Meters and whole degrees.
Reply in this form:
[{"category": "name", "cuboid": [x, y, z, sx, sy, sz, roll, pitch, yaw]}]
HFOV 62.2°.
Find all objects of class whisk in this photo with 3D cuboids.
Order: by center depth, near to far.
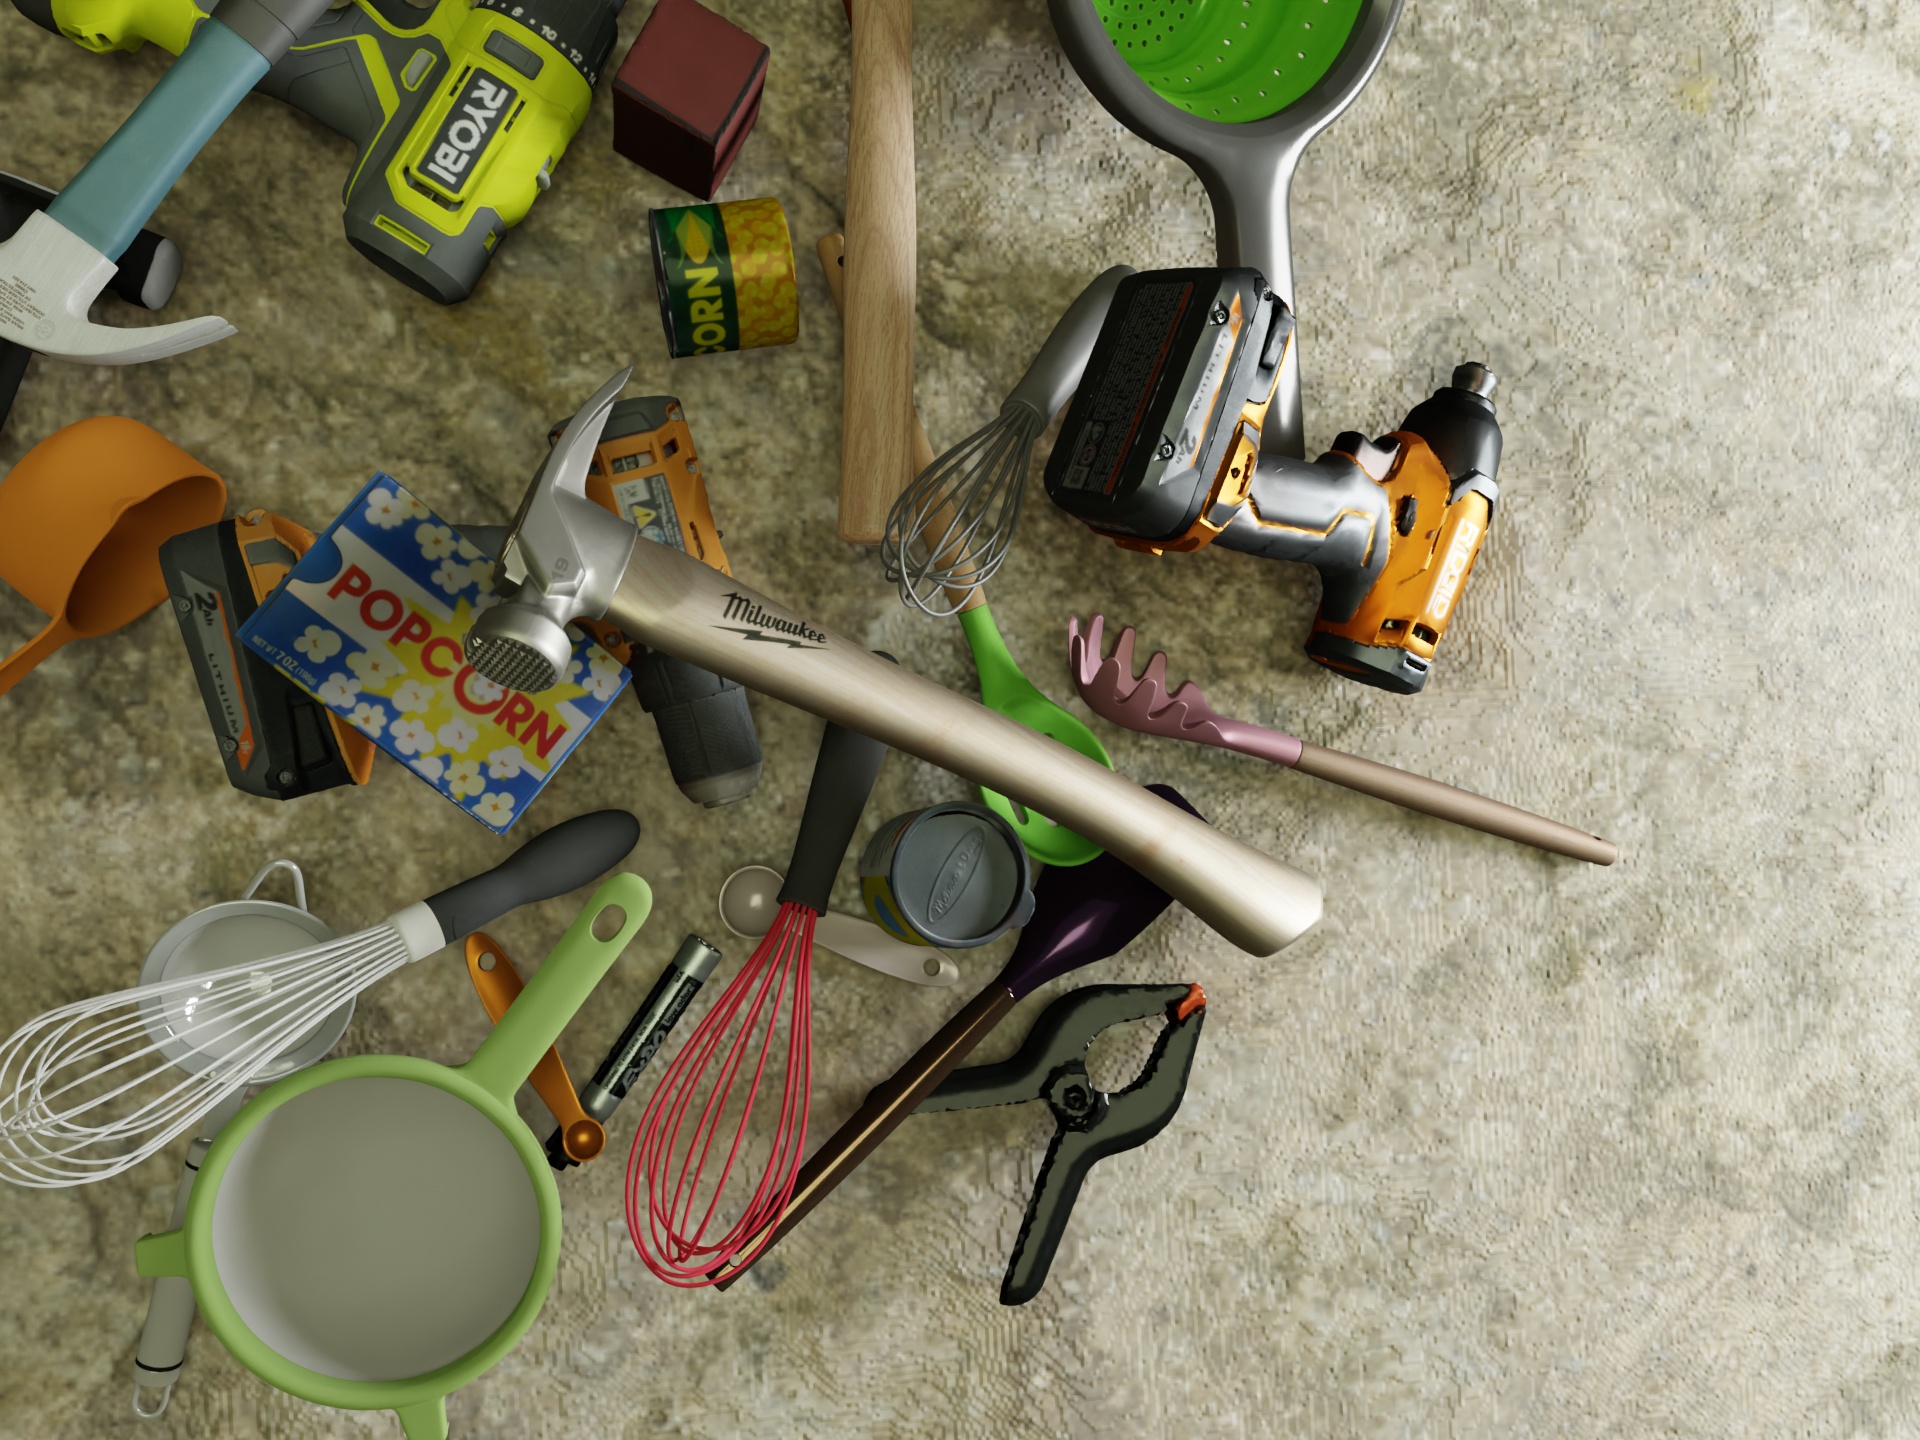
[{"category": "whisk", "cuboid": [-0.256, 0.104, 0.661, 0.284, 0.070, 0.070, -27, 94, -32]}, {"category": "whisk", "cuboid": [-0.078, 0.102, 0.709, 0.073, 0.073, 0.296, 21, 71, -10]}, {"category": "whisk", "cuboid": [0.031, -0.135, 0.720, 0.055, 0.055, 0.239, 38, 57, -8]}]

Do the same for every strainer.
[{"category": "strainer", "cuboid": [-0.215, 0.168, 0.689, 0.151, 0.069, 0.256, 37, 87, -9]}, {"category": "strainer", "cuboid": [-0.324, 0.179, 0.690, 0.086, 0.050, 0.258, 14, 92, -22]}]

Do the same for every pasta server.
[{"category": "pasta server", "cuboid": [0.193, 0.018, 0.788, 0.316, 0.060, 0.040, 17, 115, -12]}]

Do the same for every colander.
[{"category": "colander", "cuboid": [0.113, -0.286, 0.759, 0.204, 0.095, 0.397, -17, 111, -25]}]

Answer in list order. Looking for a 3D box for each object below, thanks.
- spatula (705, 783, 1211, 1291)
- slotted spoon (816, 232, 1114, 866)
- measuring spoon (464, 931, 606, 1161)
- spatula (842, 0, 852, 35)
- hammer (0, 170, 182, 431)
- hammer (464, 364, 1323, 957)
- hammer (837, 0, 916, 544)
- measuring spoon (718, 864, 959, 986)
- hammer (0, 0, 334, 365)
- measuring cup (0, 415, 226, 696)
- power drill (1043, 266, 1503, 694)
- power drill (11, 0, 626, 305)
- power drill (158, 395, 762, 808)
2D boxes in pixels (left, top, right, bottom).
[{"category": "spatula", "cuboid": [0.001, 0.142, 0.741, 0.060, 0.018, 0.316, 45, 73, 8]}, {"category": "slotted spoon", "cuboid": [-0.003, -0.077, 0.747, 0.070, 0.031, 0.313, -25, 97, -24]}, {"category": "measuring spoon", "cuboid": [-0.192, 0.146, 0.719, 0.021, 0.011, 0.117, -33, 79, 0]}, {"category": "spatula", "cuboid": [-0.039, -0.271, 0.748, 0.081, 0.041, 0.322, -3, 91, -13]}, {"category": "hammer", "cuboid": [-0.453, -0.072, 0.672, 0.127, 0.034, 0.337, 20, 86, -10]}, {"category": "hammer", "cuboid": [-0.001, -0.002, 0.700, 0.410, 0.038, 0.146, 27, 55, -23]}, {"category": "hammer", "cuboid": [-0.033, -0.244, 0.712, 0.130, 0.031, 0.331, 0, 89, -16]}, {"category": "measuring spoon", "cuboid": [-0.058, 0.102, 0.755, 0.124, 0.018, 0.034, 23, 77, -16]}, {"category": "hammer", "cuboid": [-0.280, -0.282, 0.634, 0.128, 0.033, 0.331, 37, 85, -13]}, {"category": "measuring cup", "cuboid": [-0.382, -0.054, 0.645, 0.052, 0.095, 0.174, 40, 66, -1]}, {"category": "power drill", "cuboid": [0.161, -0.121, 0.729, 0.226, 0.084, 0.164, 22, 90, -35]}, {"category": "power drill", "cuboid": [-0.268, -0.319, 0.690, 0.228, 0.080, 0.190, 30, 85, -11]}, {"category": "power drill", "cuboid": [-0.204, -0.028, 0.698, 0.226, 0.084, 0.185, -17, 94, -15]}]
